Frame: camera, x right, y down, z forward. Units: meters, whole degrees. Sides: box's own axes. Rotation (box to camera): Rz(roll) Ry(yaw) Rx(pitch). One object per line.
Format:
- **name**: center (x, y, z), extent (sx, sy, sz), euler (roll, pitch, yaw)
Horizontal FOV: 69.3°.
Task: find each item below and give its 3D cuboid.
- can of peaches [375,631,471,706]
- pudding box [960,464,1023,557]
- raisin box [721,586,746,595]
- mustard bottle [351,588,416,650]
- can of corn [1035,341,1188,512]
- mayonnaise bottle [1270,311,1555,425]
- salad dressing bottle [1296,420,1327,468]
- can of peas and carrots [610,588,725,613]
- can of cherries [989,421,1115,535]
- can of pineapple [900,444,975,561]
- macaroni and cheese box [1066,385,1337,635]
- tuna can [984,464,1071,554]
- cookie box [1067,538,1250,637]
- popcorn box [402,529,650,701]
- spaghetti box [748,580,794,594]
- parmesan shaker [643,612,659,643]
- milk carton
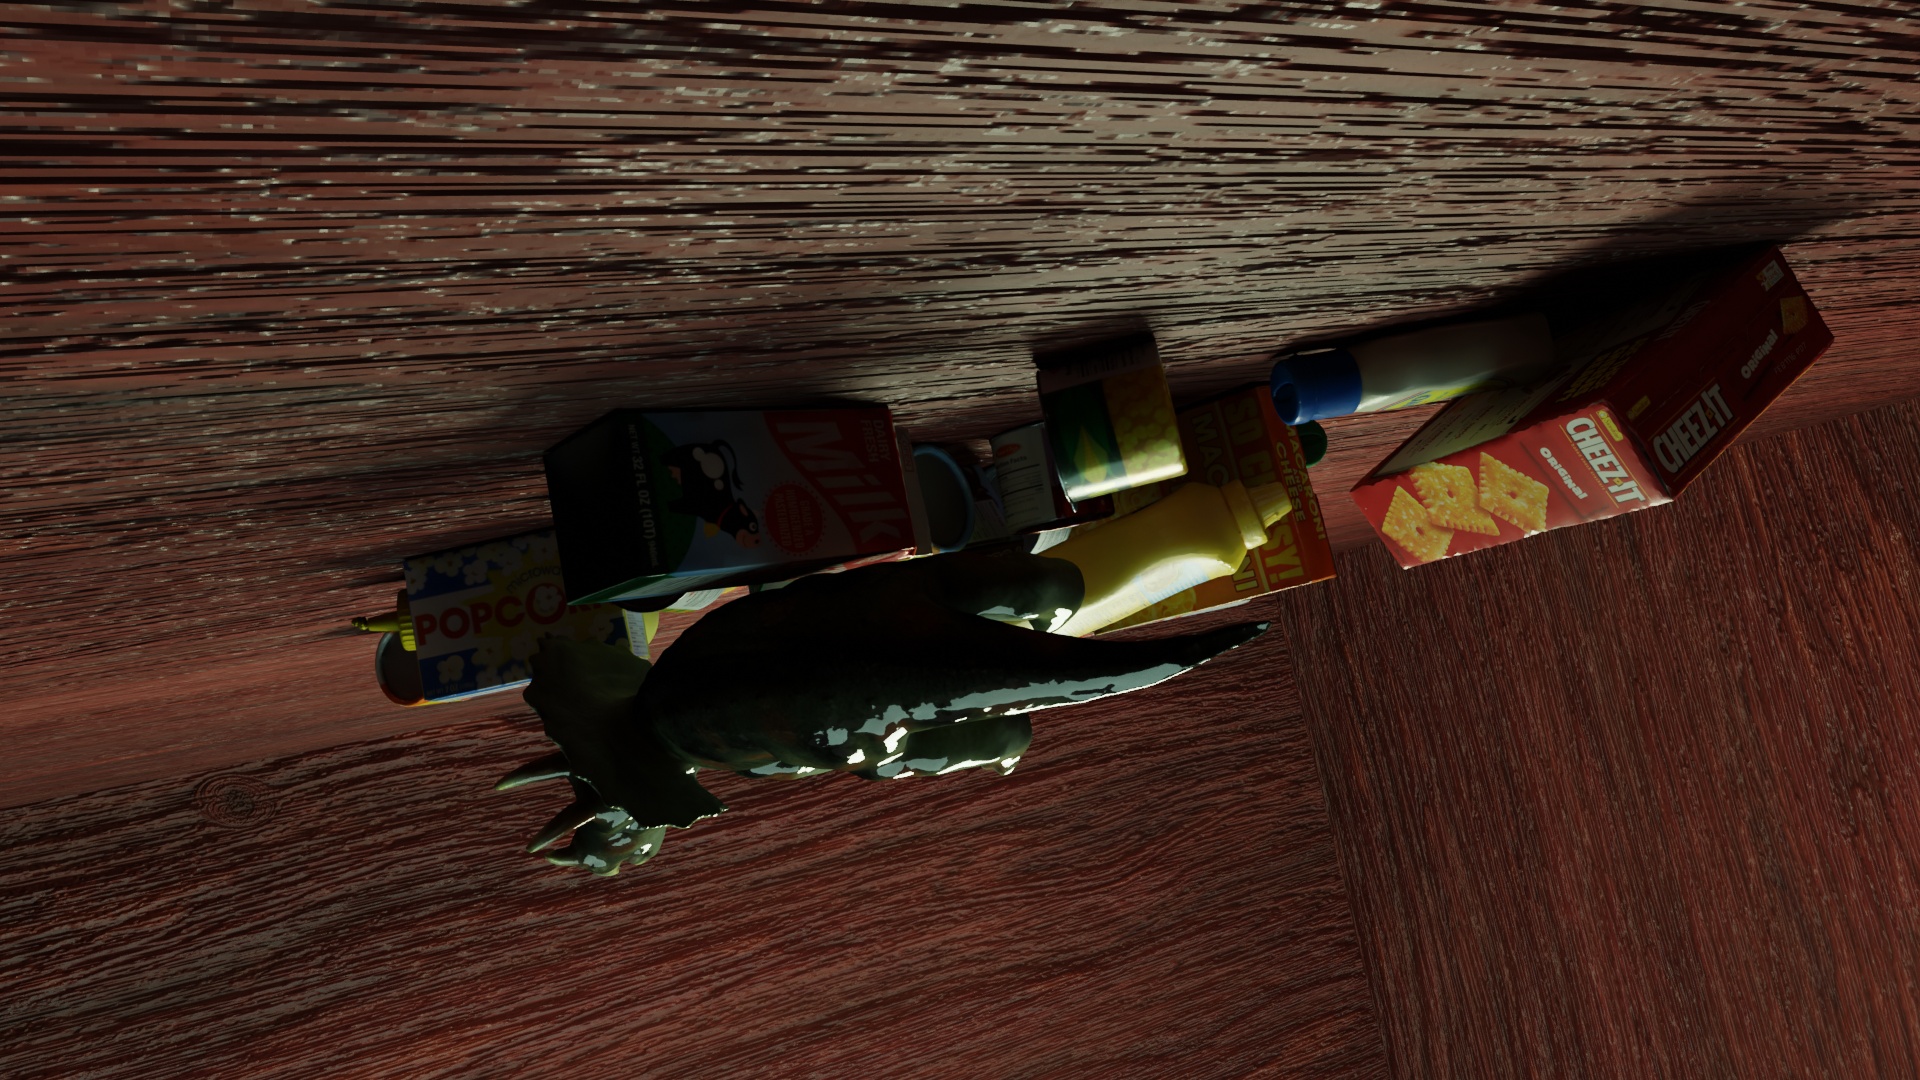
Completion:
- **can of peaches**: center (-0.413, 0.096, 1.092), extent (0.071, 0.071, 0.058), euler (-15, 172, 24)
- **pudding box**: center (0.003, -0.011, 0.876), extent (0.050, 0.084, 0.030), euler (-11, 131, -16)
- **raisin box**: center (-0.190, 0.018, 0.949), extent (0.086, 0.040, 0.123), euler (-12, 175, -11)
- **mustard bottle**: center (-0.303, 0.046, 0.883), extent (0.160, 0.065, 0.048), euler (-7, 177, -12)
- **can of corn**: center (0.073, -0.054, 0.659), extent (0.058, 0.071, 0.071), euler (-14, 173, 10)
- **mayonnaise bottle**: center (0.246, -0.094, 0.766), extent (0.148, 0.041, 0.064), euler (-11, 175, -11)
- **salad dressing bottle**: center (0.233, -0.060, 1.037), extent (0.064, 0.044, 0.147), euler (-13, 174, -5)
- **can of peas and carrots**: center (-0.168, 0.006, 0.776), extent (0.071, 0.071, 0.058), euler (-13, 174, 8)
- **can of cherries**: center (0.057, -0.038, 0.829), extent (0.071, 0.058, 0.071), euler (-11, 173, -1)
- **can of pineapple**: center (-0.033, -0.018, 0.806), extent (0.057, 0.071, 0.071), euler (-17, 172, 37)
- **macaroni and cheese box**: center (0.144, -0.017, 0.883), extent (0.166, 0.123, 0.040), euler (-18, 175, 42)
- **tuna can**: center (0.040, -0.021, 0.927), extent (0.033, 0.071, 0.071), euler (-7, 172, -43)
- **cookie box**: center (0.106, 0.002, 0.982), extent (0.168, 0.123, 0.040), euler (-12, 172, -5)
- **popcorn box**: center (-0.256, 0.041, 0.819), extent (0.127, 0.085, 0.038), euler (-12, 173, 1)
- **spaghetti box**: center (-0.130, 0.013, 0.966), extent (0.029, 0.050, 0.249), euler (-9, 173, -12)
- **parmesan shaker**: center (-0.274, 0.058, 1.001), extent (0.071, 0.071, 0.103), euler (-14, 174, 18)
- **milk carton**: center (-0.090, -0.019, 0.658), extent (0.191, 0.072, 0.073), euler (-5, 171, -43)
